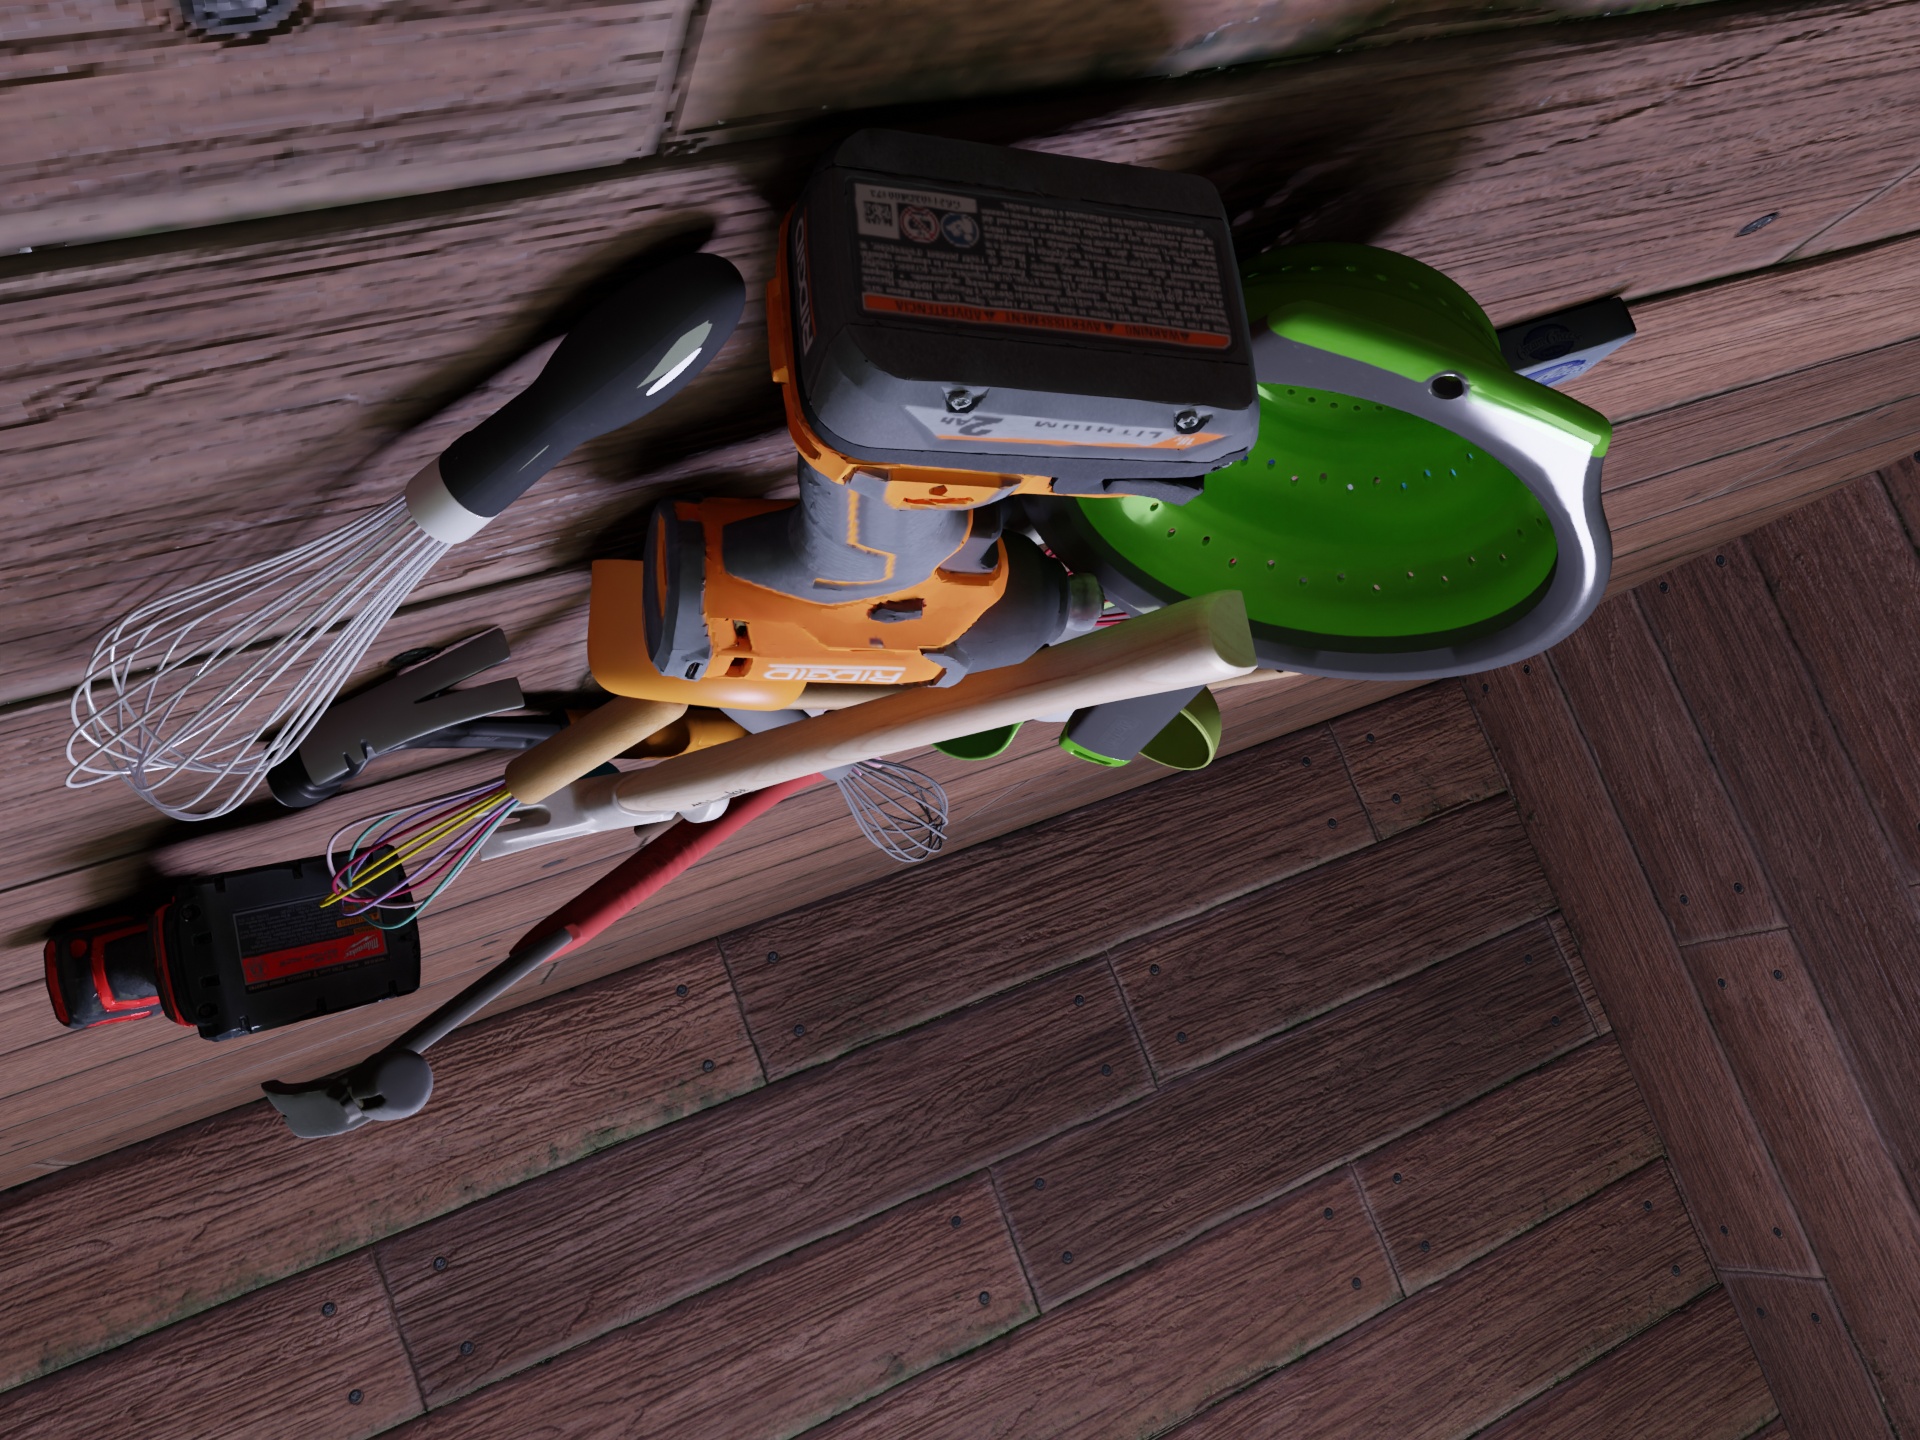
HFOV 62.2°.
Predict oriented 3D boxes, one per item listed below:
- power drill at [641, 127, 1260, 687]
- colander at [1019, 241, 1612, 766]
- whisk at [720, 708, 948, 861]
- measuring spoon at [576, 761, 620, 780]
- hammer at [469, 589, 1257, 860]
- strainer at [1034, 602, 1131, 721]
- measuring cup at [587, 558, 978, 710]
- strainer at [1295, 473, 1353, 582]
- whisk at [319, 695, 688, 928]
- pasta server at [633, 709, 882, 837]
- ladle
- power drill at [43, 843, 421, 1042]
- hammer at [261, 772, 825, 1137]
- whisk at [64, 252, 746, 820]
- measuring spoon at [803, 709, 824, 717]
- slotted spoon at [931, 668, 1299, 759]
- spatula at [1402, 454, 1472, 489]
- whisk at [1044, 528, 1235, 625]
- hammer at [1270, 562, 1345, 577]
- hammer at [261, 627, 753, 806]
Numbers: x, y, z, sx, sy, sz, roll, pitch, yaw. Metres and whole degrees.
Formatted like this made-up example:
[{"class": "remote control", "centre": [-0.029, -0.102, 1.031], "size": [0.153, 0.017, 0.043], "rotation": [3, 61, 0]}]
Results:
[{"class": "power drill", "centre": [0.000, -0.071, 0.483], "size": [0.164, 0.084, 0.226], "rotation": [1, 161, -20]}, {"class": "colander", "centre": [0.113, -0.076, 0.644], "size": [0.204, 0.094, 0.397], "rotation": [20, 159, -5]}, {"class": "whisk", "centre": [-0.074, 0.025, 0.927], "size": [0.055, 0.055, 0.238], "rotation": [-24, 144, 20]}, {"class": "measuring spoon", "centre": [-0.213, 0.037, 0.904], "size": [0.042, 0.021, 0.129], "rotation": [-13, -172, -11]}, {"class": "hammer", "centre": [-0.055, 0.008, 0.697], "size": [0.410, 0.038, 0.146], "rotation": [-15, 176, 43]}, {"class": "strainer", "centre": [0.121, -0.056, 1.068], "size": [0.151, 0.069, 0.256], "rotation": [-13, 170, -46]}, {"class": "measuring cup", "centre": [-0.058, -0.026, 0.614], "size": [0.173, 0.052, 0.095], "rotation": [8, -179, -2]}, {"class": "strainer", "centre": [0.183, -0.102, 0.797], "size": [0.050, 0.086, 0.258], "rotation": [17, -155, 7]}, {"class": "whisk", "centre": [-0.211, 0.039, 0.713], "size": [0.245, 0.051, 0.047], "rotation": [-27, 164, 31]}, {"class": "pasta server", "centre": [-0.148, 0.041, 1.140], "size": [0.040, 0.060, 0.316], "rotation": [33, 143, -26]}, {"class": "ladle", "centre": [-0.001, -0.003, 0.847], "size": [0.320, 0.062, 0.078], "rotation": [0, 171, -25]}, {"class": "power drill", "centre": [-0.384, 0.121, 0.850], "size": [0.143, 0.078, 0.220], "rotation": [-9, 178, -45]}, {"class": "hammer", "centre": [-0.205, 0.105, 0.876], "size": [0.149, 0.036, 0.359], "rotation": [-19, -165, 47]}, {"class": "whisk", "centre": [-0.168, -0.047, 0.460], "size": [0.284, 0.070, 0.070], "rotation": [-31, 168, 25]}, {"class": "measuring spoon", "centre": [-0.067, -0.020, 1.012], "size": [0.124, 0.018, 0.034], "rotation": [-27, 170, 29]}, {"class": "slotted spoon", "centre": [0.085, -0.018, 0.986], "size": [0.314, 0.070, 0.031], "rotation": [-8, -162, 47]}, {"class": "spatula", "centre": [0.259, -0.141, 0.889], "size": [0.082, 0.044, 0.317], "rotation": [-21, 179, 23]}, {"class": "whisk", "centre": [0.026, -0.060, 0.858], "size": [0.296, 0.073, 0.073], "rotation": [-19, 173, 24]}, {"class": "hammer", "centre": [0.184, -0.068, 0.913], "size": [0.130, 0.031, 0.331], "rotation": [-15, -174, 36]}, {"class": "hammer", "centre": [-0.185, 0.003, 0.810], "size": [0.127, 0.034, 0.336], "rotation": [-23, 172, 18]}]
